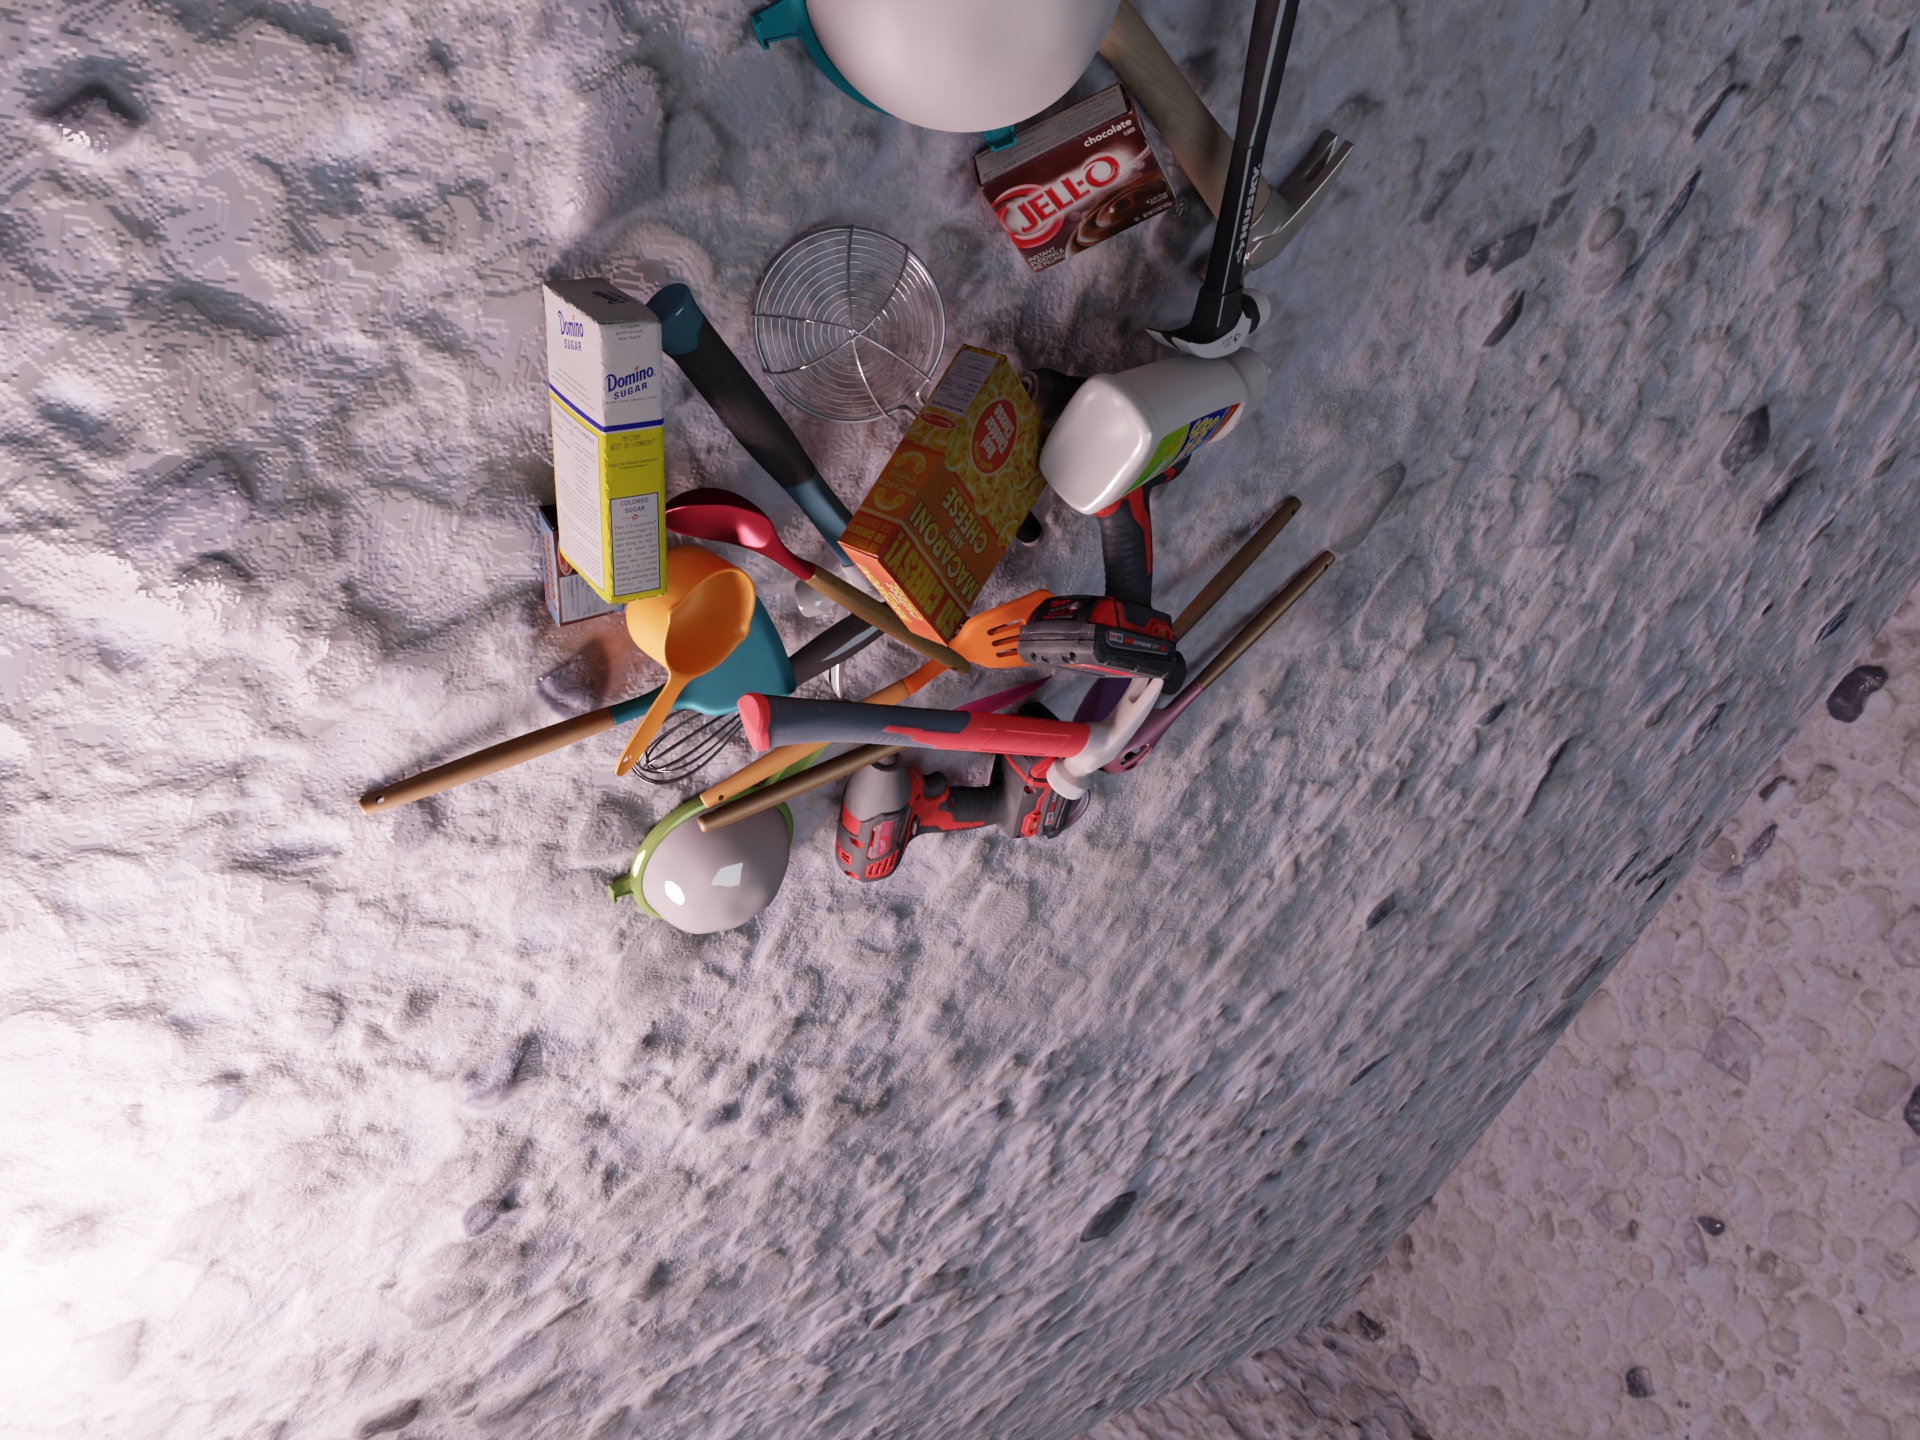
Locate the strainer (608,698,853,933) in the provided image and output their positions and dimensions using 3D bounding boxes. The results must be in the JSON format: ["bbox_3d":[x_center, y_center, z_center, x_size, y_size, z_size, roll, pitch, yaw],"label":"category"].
[{"bbox_3d":[-0.161,0.093,1.327,0.256,0.069,0.151,-48,143,12],"label":"strainer"}]

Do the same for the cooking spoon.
[{"bbox_3d":[-0.066,0.024,1.302,0.319,0.017,0.069,-23,180,-16],"label":"cooking spoon"}]

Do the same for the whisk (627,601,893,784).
[{"bbox_3d":[-0.150,-0.026,1.216,0.239,0.055,0.055,-32,143,-2],"label":"whisk"}]

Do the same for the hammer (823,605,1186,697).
[{"bbox_3d":[0.056,-0.063,1.371,0.408,0.036,0.149,10,122,-43],"label":"hammer"}]

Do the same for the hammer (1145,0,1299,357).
[{"bbox_3d":[0.196,-0.405,1.073,0.146,0.035,0.334,-37,144,-45],"label":"hammer"}]

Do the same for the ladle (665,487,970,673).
[{"bbox_3d":[-0.091,-0.096,1.147,0.069,0.031,0.315,-10,154,37],"label":"ladle"}]

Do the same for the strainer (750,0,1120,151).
[{"bbox_3d":[0.049,-0.451,0.861,0.210,0.095,0.340,9,137,-37],"label":"strainer"}]

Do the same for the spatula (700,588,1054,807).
[{"bbox_3d":[-0.062,-0.010,1.275,0.322,0.041,0.080,-30,133,-6],"label":"spatula"}]

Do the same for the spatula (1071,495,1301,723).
[{"bbox_3d":[0.207,-0.095,1.441,0.316,0.018,0.059,-46,134,-15],"label":"spatula"}]

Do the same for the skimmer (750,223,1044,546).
[{"bbox_3d":[-0.023,-0.222,1.159,0.127,0.090,0.363,-40,154,7],"label":"skimmer"}]

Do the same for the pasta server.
[{"bbox_3d":[0.249,-0.058,1.569,0.316,0.040,0.060,-44,143,-1],"label":"pasta server"}]

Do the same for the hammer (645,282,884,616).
[{"bbox_3d":[-0.118,-0.172,1.069,0.128,0.033,0.330,-13,149,18],"label":"hammer"}]

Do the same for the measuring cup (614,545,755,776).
[{"bbox_3d":[-0.215,-0.045,1.130,0.173,0.052,0.095,-58,155,9],"label":"measuring cup"}]

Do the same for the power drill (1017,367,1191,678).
[{"bbox_3d":[0.101,-0.153,1.227,0.187,0.080,0.227,10,84,-46],"label":"power drill"}]

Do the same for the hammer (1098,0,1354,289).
[{"bbox_3d":[0.135,-0.439,1.068,0.146,0.038,0.410,-50,142,11],"label":"hammer"}]

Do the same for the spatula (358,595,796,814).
[{"bbox_3d":[-0.278,0.002,1.152,0.317,0.082,0.044,-22,172,-16],"label":"spatula"}]

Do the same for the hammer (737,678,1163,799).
[{"bbox_3d":[-0.002,-0.004,1.254,0.386,0.038,0.143,5,130,-43],"label":"hammer"}]

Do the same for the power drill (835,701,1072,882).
[{"bbox_3d":[-0.005,0.060,1.429,0.219,0.079,0.143,-13,135,-27],"label":"power drill"}]
